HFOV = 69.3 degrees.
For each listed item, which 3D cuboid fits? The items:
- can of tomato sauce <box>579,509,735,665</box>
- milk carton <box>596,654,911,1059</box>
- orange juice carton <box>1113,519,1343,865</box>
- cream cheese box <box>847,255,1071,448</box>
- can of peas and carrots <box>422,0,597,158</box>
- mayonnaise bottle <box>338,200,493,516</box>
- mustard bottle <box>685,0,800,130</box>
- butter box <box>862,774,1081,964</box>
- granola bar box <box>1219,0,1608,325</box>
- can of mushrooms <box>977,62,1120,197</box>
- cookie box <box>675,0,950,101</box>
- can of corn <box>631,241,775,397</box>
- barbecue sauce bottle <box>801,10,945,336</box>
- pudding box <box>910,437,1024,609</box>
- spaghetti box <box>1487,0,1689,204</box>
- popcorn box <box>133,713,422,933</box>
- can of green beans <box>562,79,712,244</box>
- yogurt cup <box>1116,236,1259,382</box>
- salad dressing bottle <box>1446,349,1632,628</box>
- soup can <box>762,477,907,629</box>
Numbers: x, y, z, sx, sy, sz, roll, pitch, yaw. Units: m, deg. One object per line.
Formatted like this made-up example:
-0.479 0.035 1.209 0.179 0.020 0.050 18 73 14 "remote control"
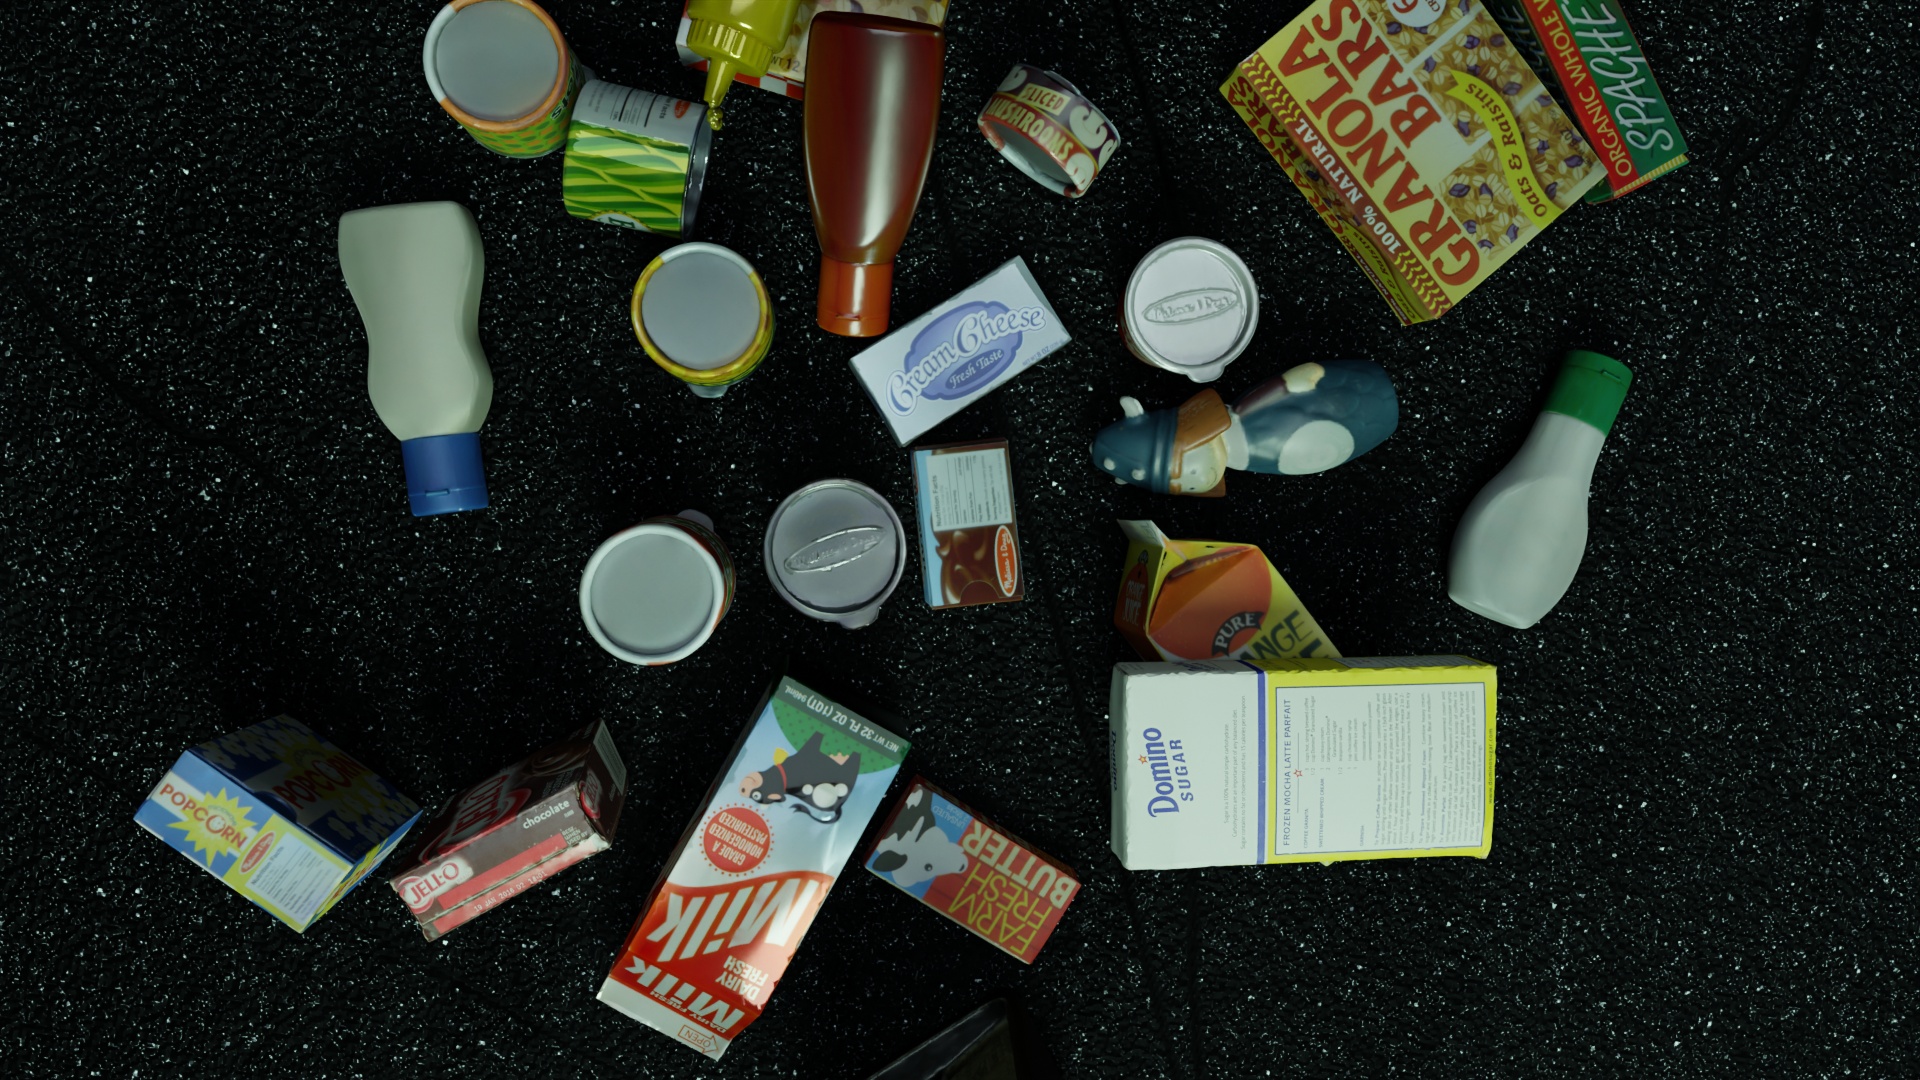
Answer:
-0.143 0.021 0.671 0.071 0.083 0.071 0 93 -6 "can of tomato sauce"
-0.102 0.159 0.686 0.072 0.073 0.190 30 89 -7 "milk carton"
0.146 0.064 0.710 0.073 0.072 0.192 -39 96 -4 "orange juice carton"
-0.001 -0.097 0.712 0.104 0.024 0.053 -33 94 -4 "cream cheese box"
-0.214 -0.223 0.666 0.071 0.059 0.071 0 93 -6 "can of peas and carrots"
-0.259 -0.087 0.676 0.065 0.041 0.148 -7 94 -4 "mayonnaise bottle"
-0.093 -0.268 0.636 0.049 0.065 0.160 18 95 -10 "mustard bottle"
0.006 0.171 0.723 0.103 0.024 0.053 32 89 -6 "butter box"
0.235 -0.215 0.726 0.124 0.039 0.165 -40 96 -4 "granola bar box"
0.043 -0.203 0.689 0.071 0.071 0.033 36 90 -7 "can of mushrooms"
-0.059 -0.304 0.689 0.123 0.040 0.167 15 91 -6 "cookie box"
-0.125 -0.107 0.681 0.071 0.058 0.071 0 92 -6 "can of corn"
-0.046 -0.174 0.670 0.065 0.044 0.147 8 115 1 "barbecue sauce bottle"
0.003 -0.009 0.713 0.050 0.030 0.083 -7 93 -7 "pudding box"
0.306 -0.299 0.735 0.050 0.028 0.250 -29 95 -4 "spaghetti box"
-0.306 0.125 0.636 0.085 0.126 0.038 38 84 -7 "popcorn box"
-0.155 -0.183 0.671 0.058 0.071 0.071 11 91 -6 "can of green beans"
0.112 -0.117 0.708 0.072 0.054 0.072 0 92 -6 "yogurt cup"
0.311 -0.028 0.740 0.064 0.044 0.147 26 88 -5 "salad dressing bottle"
-0.061 0.005 0.679 0.071 0.084 0.071 0 93 -6 "soup can"
